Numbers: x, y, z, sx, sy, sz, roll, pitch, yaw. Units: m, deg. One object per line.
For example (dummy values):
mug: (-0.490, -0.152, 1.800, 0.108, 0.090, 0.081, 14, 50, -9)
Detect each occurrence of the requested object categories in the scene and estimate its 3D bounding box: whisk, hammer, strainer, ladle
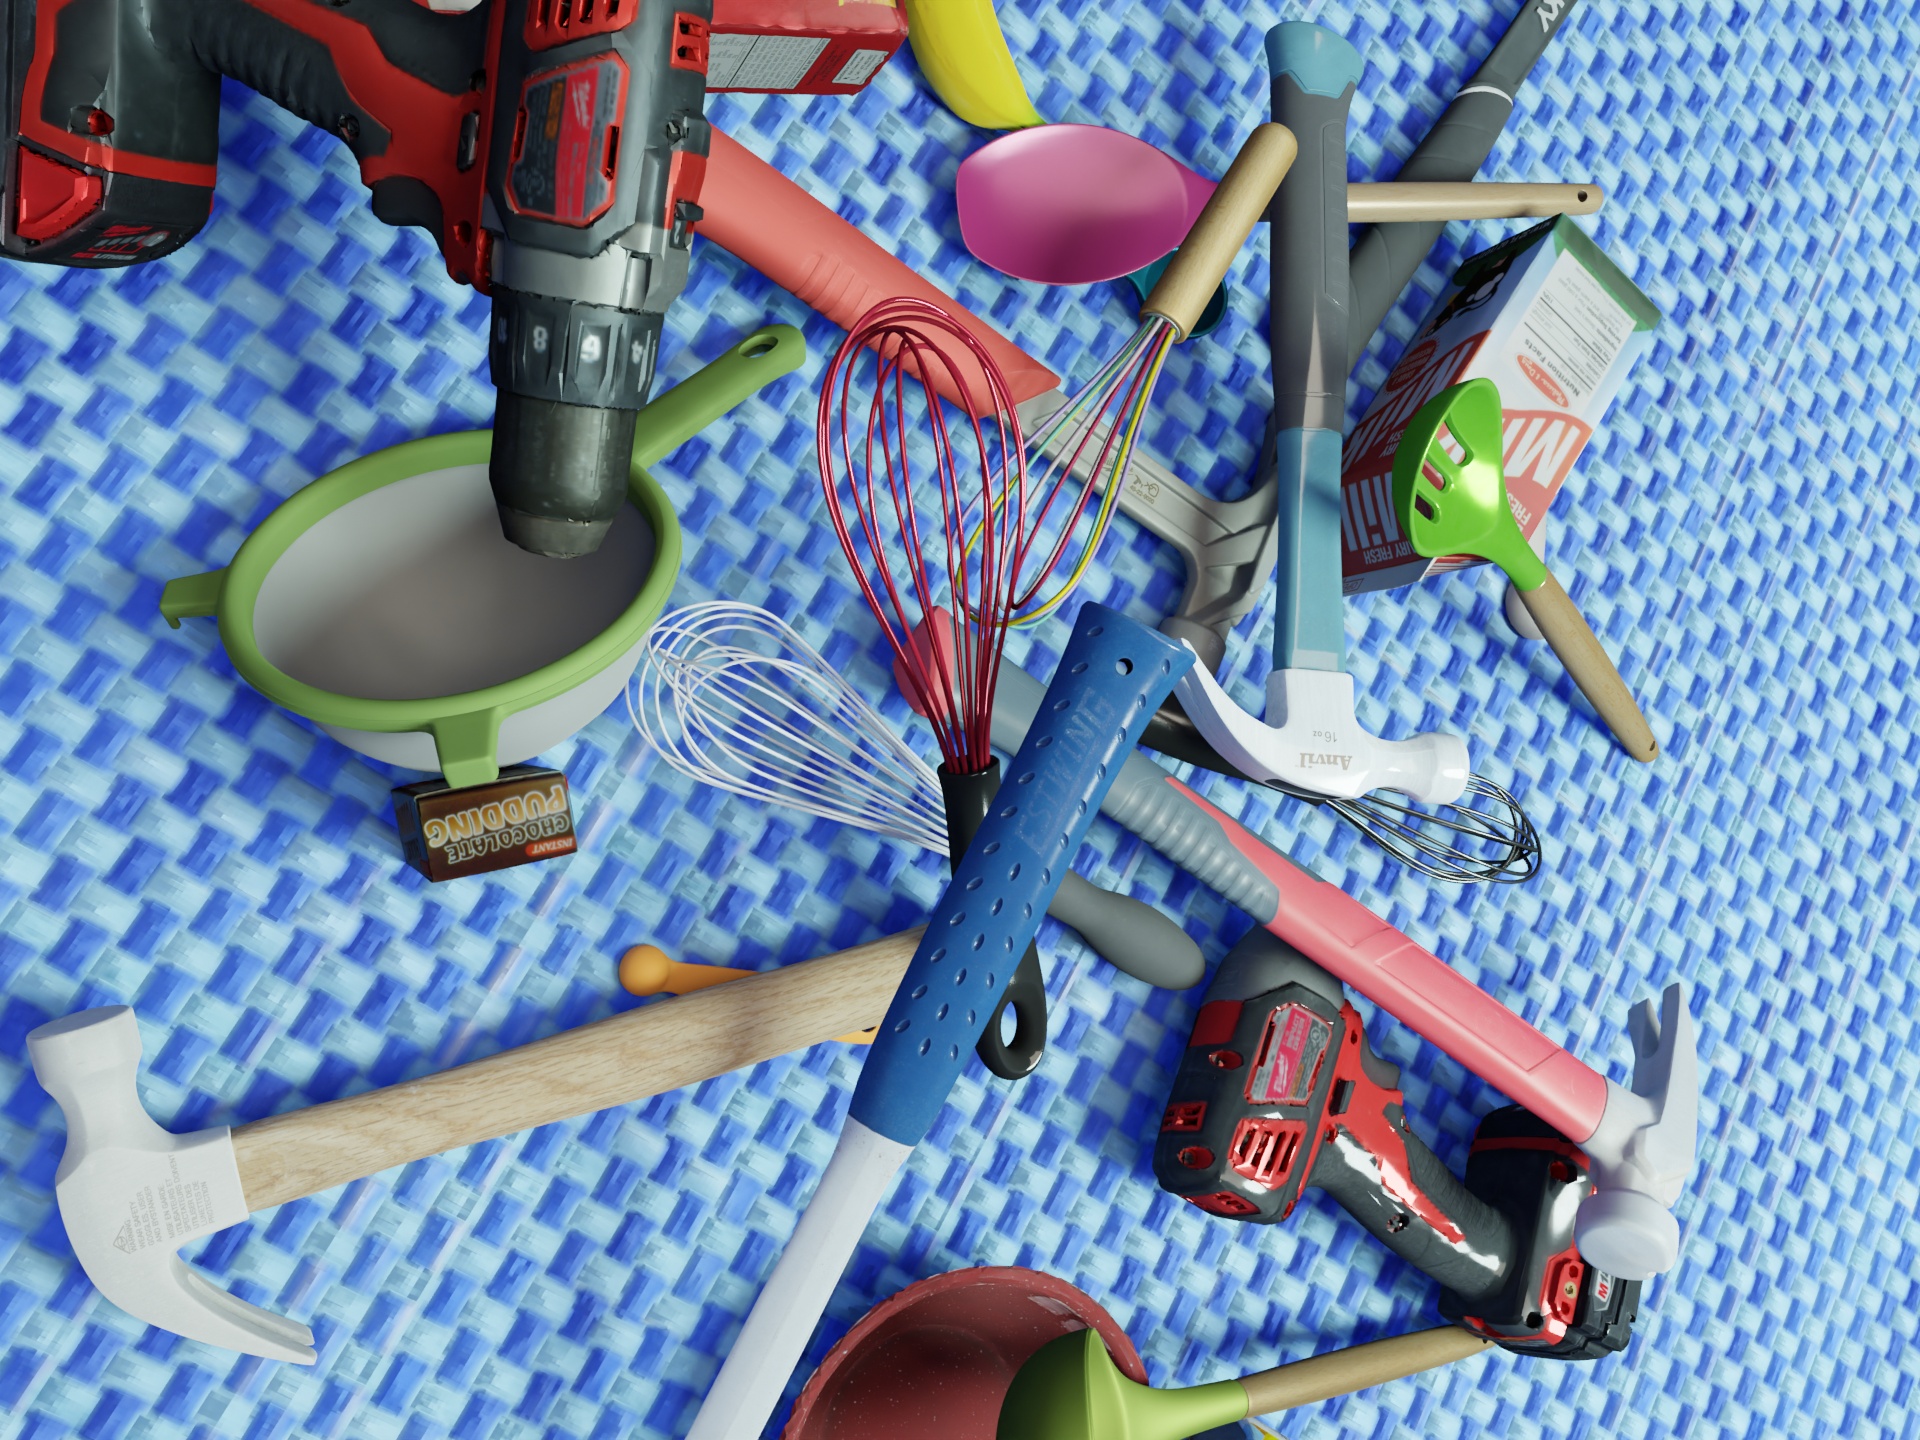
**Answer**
whisk: (-0.005, 0.040, 0.633, 0.284, 0.070, 0.070, 32, 75, -23)
hammer: (-0.037, 0.146, 0.541, 0.144, 0.035, 0.405, 27, 91, 8)
whisk: (0.072, -0.136, 0.624, 0.051, 0.047, 0.245, 37, 76, -25)
strainer: (-0.138, -0.062, 0.578, 0.256, 0.151, 0.069, -46, 149, -37)
whisk: (0.162, 0.024, 0.712, 0.238, 0.055, 0.055, 20, 79, -17)
ladle: (0.136, 0.267, 0.635, 0.320, 0.062, 0.078, 8, 69, -41)
whisk: (-0.001, -0.002, 0.574, 0.073, 0.073, 0.295, -17, 109, -24)
hammer: (-0.136, 0.128, 0.571, 0.331, 0.031, 0.130, -13, 97, -22)
hammer: (0.144, 0.066, 0.663, 0.386, 0.038, 0.143, 35, 45, -3)
hammer: (-0.001, -0.156, 0.633, 0.358, 0.037, 0.149, 30, 76, -27)
hammer: (0.148, -0.133, 0.667, 0.128, 0.033, 0.331, 3, 82, -12)
hammer: (0.270, -0.315, 0.788, 0.149, 0.036, 0.409, 40, 73, -17)

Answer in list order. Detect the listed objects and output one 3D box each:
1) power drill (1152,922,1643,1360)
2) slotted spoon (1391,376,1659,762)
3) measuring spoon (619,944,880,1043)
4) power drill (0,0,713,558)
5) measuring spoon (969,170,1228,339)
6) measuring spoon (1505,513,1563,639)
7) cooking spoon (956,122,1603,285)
power drill: (0.195, 0.177, 0.695, 0.219, 0.078, 0.143, 30, 64, -15)
slotted spoon: (0.259, -0.049, 0.703, 0.313, 0.031, 0.070, 36, 82, -44)
measuring spoon: (-0.076, 0.108, 0.619, 0.116, 0.011, 0.021, 18, 80, -21)
power drill: (-0.192, -0.160, 0.494, 0.226, 0.080, 0.188, 12, 106, 6)
measuring spoon: (0.058, -0.205, 0.700, 0.128, 0.021, 0.042, 25, 75, -11)
measuring spoon: (0.288, -0.102, 0.788, 0.034, 0.018, 0.124, 2, 85, -23)
cooking spoon: (0.150, -0.230, 0.709, 0.319, 0.017, 0.069, -6, 91, -16)
